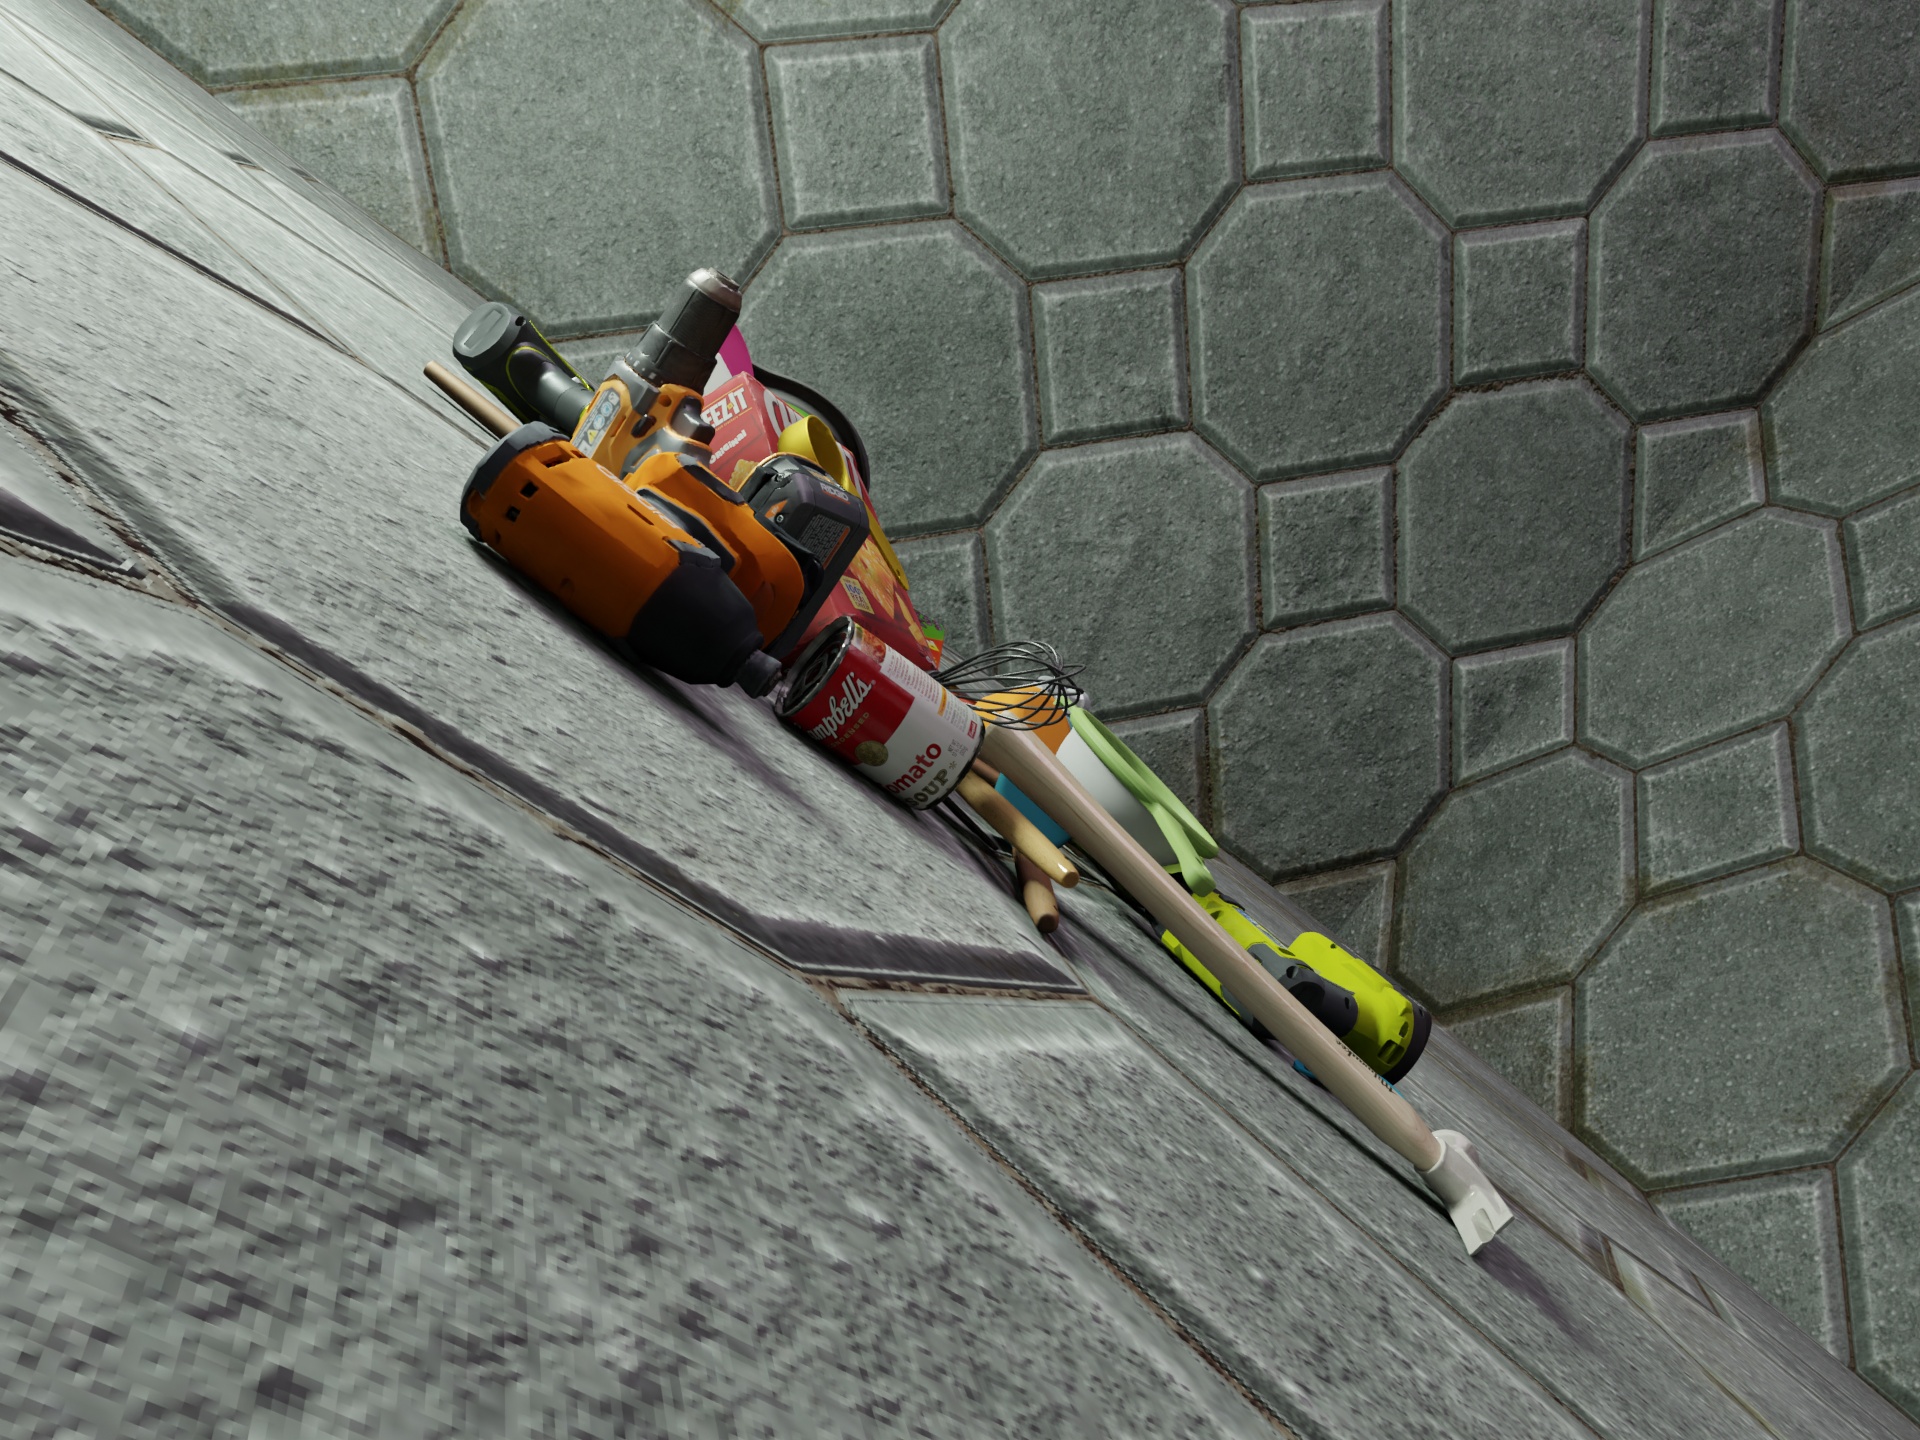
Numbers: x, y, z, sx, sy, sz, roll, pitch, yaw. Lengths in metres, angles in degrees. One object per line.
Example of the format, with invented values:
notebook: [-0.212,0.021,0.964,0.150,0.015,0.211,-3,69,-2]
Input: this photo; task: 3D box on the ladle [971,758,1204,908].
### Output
ladle: [0.055,0.053,1.242,0.320,0.062,0.078,34,10,-14]

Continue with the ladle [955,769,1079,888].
ladle: [0.000,0.036,0.984,0.069,0.031,0.316,45,-3,-29]

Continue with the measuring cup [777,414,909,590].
measuring cup: [-0.079,-0.139,1.083,0.062,0.029,0.156,-94,159,-45]

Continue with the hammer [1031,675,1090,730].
hammer: [0.158,0.084,1.425,0.128,0.033,0.331,16,33,-56]

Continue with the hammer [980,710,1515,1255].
hammer: [0.162,0.147,0.947,0.411,0.038,0.146,44,6,5]

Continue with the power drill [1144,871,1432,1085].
power drill: [0.237,0.187,1.181,0.223,0.080,0.171,30,8,-41]

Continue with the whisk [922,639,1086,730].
whisk: [-0.014,-0.022,0.980,0.239,0.055,0.055,0,-27,48]

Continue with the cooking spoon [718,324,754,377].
cooking spoon: [-0.156,-0.193,1.331,0.017,0.069,0.319,-16,84,-49]

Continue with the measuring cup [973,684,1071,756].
measuring cup: [0.080,0.044,1.368,0.173,0.052,0.095,50,43,-17]

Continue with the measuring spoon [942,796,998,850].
measuring spoon: [-0.024,0.043,0.983,0.124,0.018,0.034,44,-4,-13]

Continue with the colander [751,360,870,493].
colander: [-0.147,-0.148,1.462,0.396,0.204,0.095,53,29,-33]

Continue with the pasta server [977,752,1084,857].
pasta server: [-0.002,-0.004,1.274,0.316,0.040,0.060,45,17,-12]

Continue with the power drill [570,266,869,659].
power drill: [-0.155,-0.168,1.009,0.226,0.185,0.084,44,16,33]

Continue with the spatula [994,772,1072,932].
spatula: [0.050,0.078,0.985,0.082,0.044,0.317,58,3,-8]

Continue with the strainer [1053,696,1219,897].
strainer: [0.123,0.082,1.133,0.151,0.069,0.256,43,9,-17]

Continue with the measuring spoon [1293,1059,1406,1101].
measuring spoon: [0.263,0.254,1.100,0.128,0.021,0.042,22,16,-42]

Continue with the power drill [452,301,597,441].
power drill: [-0.273,-0.217,1.234,0.229,0.080,0.190,35,-8,35]

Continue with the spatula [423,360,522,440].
spatula: [-0.257,-0.154,1.123,0.316,0.018,0.060,39,1,4]

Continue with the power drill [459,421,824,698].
power drill: [-0.141,-0.074,0.812,0.164,0.084,0.226,39,8,2]
